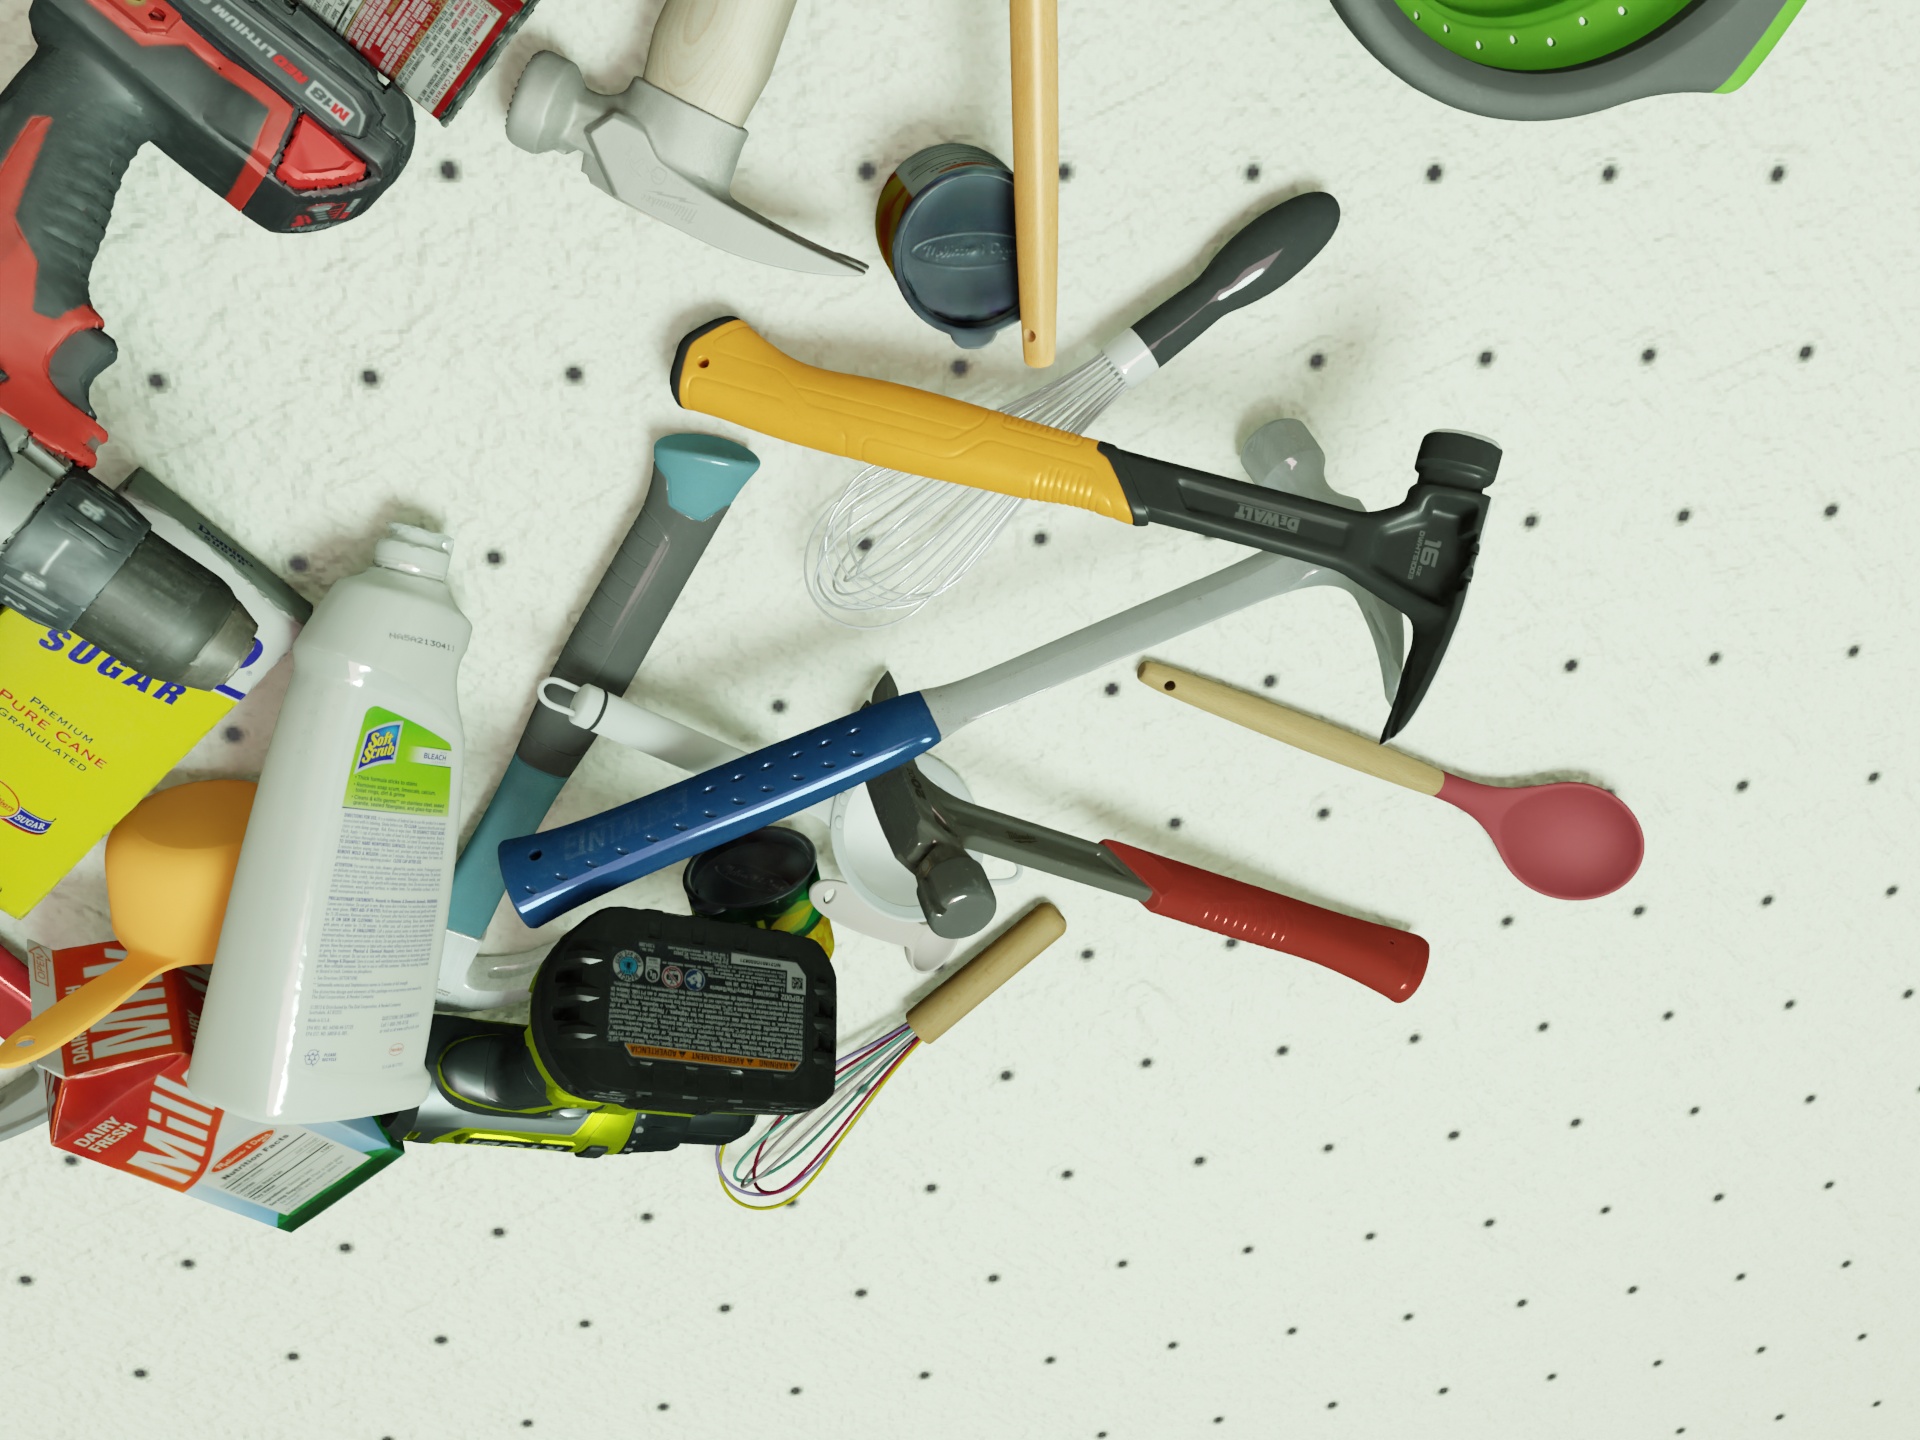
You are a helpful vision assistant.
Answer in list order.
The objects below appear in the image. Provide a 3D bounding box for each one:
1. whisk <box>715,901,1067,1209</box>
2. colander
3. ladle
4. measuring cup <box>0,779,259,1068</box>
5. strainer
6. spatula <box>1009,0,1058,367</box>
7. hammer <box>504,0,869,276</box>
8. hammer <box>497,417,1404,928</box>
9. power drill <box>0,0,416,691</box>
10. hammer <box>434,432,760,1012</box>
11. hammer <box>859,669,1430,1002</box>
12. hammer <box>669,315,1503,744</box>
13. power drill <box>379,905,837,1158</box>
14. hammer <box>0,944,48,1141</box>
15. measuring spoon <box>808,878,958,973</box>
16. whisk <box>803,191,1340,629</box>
[{"bbox_3d":[-0.037,0.185,0.867,0.245,0.047,0.051,-41,137,8],"label":"whisk"},{"bbox_3d":[0.138,-0.362,0.560,0.396,0.095,0.204,20,113,-19],"label":"colander"},{"bbox_3d":[0.229,0.026,0.838,0.315,0.031,0.069,20,111,-19],"label":"ladle"},{"bbox_3d":[-0.345,0.079,0.675,0.095,0.174,0.052,12,115,10],"label":"measuring cup"},{"bbox_3d":[-0.083,0.033,0.753,0.258,0.087,0.050,26,153,-31],"label":"strainer"},{"bbox_3d":[0.019,-0.269,0.540,0.081,0.041,0.322,20,132,28],"label":"spatula"},{"bbox_3d":[-0.019,-0.362,0.551,0.146,0.038,0.410,25,111,-10],"label":"hammer"},{"bbox_3d":[-0.001,-0.002,0.689,0.405,0.144,0.035,-23,150,-4],"label":"hammer"},{"bbox_3d":[-0.283,-0.139,0.547,0.187,0.080,0.227,39,71,-27],"label":"power drill"},{"bbox_3d":[-0.190,0.008,0.742,0.128,0.033,0.331,25,112,-22],"label":"hammer"},{"bbox_3d":[0.109,0.081,0.812,0.358,0.149,0.036,19,121,-33],"label":"hammer"},{"bbox_3d":[0.040,-0.095,0.650,0.337,0.034,0.127,16,85,6],"label":"hammer"},{"bbox_3d":[-0.151,0.162,0.754,0.190,0.080,0.228,14,152,-29],"label":"power drill"},{"bbox_3d":[-0.531,0.046,0.694,0.143,0.038,0.386,-29,120,8],"label":"hammer"},{"bbox_3d":[-0.042,0.099,0.808,0.034,0.018,0.124,-57,140,-1],"label":"measuring spoon"},{"bbox_3d":[0.047,-0.139,0.695,0.284,0.070,0.070,-37,119,5],"label":"whisk"}]
